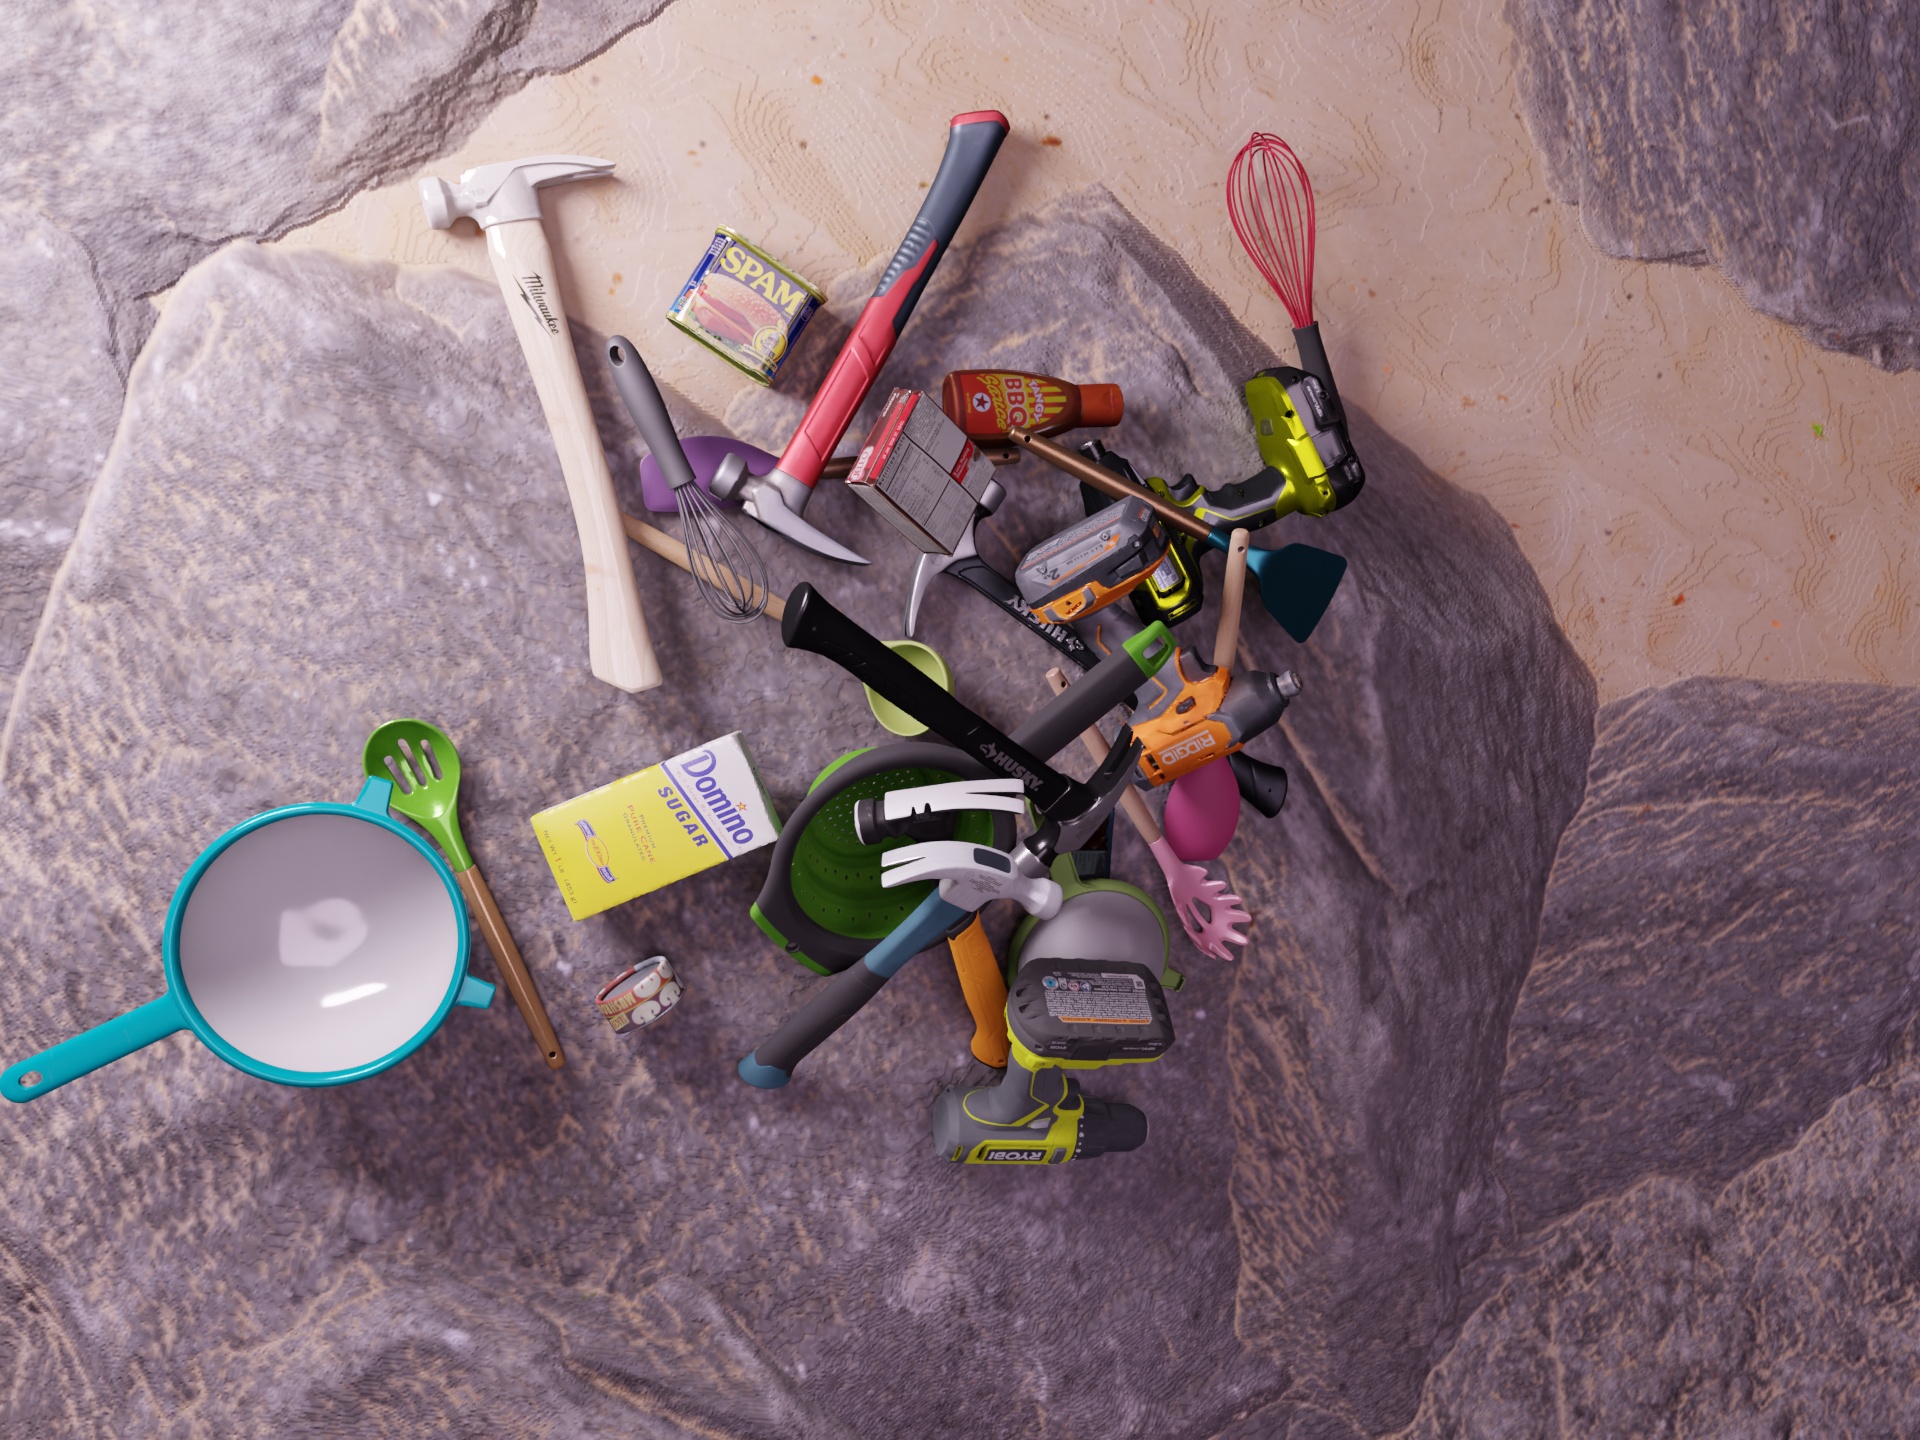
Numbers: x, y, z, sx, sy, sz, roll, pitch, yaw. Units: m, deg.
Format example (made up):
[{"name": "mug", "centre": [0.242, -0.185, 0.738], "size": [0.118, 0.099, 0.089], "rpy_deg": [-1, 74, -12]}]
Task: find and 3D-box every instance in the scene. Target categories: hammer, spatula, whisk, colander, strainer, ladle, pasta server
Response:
[{"name": "hammer", "centre": [-0.289, -0.225, 1.228], "size": [0.146, 0.038, 0.410], "rpy_deg": [-16, 97, -15]}, {"name": "hammer", "centre": [0.129, -0.036, 1.381], "size": [0.408, 0.036, 0.149], "rpy_deg": [36, 87, -17]}, {"name": "spatula", "centre": [0.179, -0.165, 1.321], "size": [0.317, 0.044, 0.082], "rpy_deg": [27, 96, -10]}, {"name": "whisk", "centre": [0.293, -0.361, 1.380], "size": [0.073, 0.073, 0.295], "rpy_deg": [-24, 108, -12]}, {"name": "hammer", "centre": [-0.002, -0.004, 1.179], "size": [0.146, 0.035, 0.334], "rpy_deg": [-46, 125, 11]}, {"name": "hammer", "centre": [-0.071, 0.201, 1.255], "size": [0.128, 0.033, 0.331], "rpy_deg": [28, 126, -25]}, {"name": "hammer", "centre": [-0.049, -0.315, 1.285], "size": [0.143, 0.038, 0.386], "rpy_deg": [30, 85, -14]}, {"name": "colander", "centre": [-0.001, 0.038, 1.287], "size": [0.397, 0.095, 0.204], "rpy_deg": [-39, 127, 5]}, {"name": "strainer", "centre": [-0.534, 0.188, 1.190], "size": [0.340, 0.095, 0.211], "rpy_deg": [-25, 100, -10]}, {"name": "strainer", "centre": [0.105, 0.172, 1.349], "size": [0.151, 0.069, 0.256], "rpy_deg": [-22, 116, -7]}, {"name": "spatula", "centre": [-0.103, -0.209, 1.305], "size": [0.316, 0.018, 0.060], "rpy_deg": [-6, 95, -14]}, {"name": "whisk", "centre": [-0.212, -0.184, 1.222], "size": [0.055, 0.055, 0.239], "rpy_deg": [-27, 102, -11]}, {"name": "ladle", "centre": [-0.146, -0.085, 1.288], "size": [0.320, 0.062, 0.078], "rpy_deg": [29, 108, -14]}, {"name": "hammer", "centre": [0.014, 0.175, 1.283], "size": [0.127, 0.034, 0.336], "rpy_deg": [-9, 133, 7]}, {"name": "pasta server", "centre": [0.161, 0.083, 1.385], "size": [0.060, 0.040, 0.316], "rpy_deg": [-42, 113, -22]}]

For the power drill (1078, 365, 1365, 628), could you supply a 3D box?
[{"name": "power drill", "centre": [0.218, -0.204, 1.367], "size": [0.223, 0.080, 0.171], "rpy_deg": [-31, 104, -7]}]

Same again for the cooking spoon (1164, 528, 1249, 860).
[{"name": "cooking spoon", "centre": [0.220, -0.013, 1.360], "size": [0.068, 0.017, 0.318], "rpy_deg": [-1, 118, -6]}]

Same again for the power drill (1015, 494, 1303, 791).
[{"name": "power drill", "centre": [0.165, -0.065, 1.298], "size": [0.164, 0.084, 0.226], "rpy_deg": [-26, 107, 25]}]

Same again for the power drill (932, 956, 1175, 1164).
[{"name": "power drill", "centre": [0.094, 0.300, 1.339], "size": [0.190, 0.080, 0.228], "rpy_deg": [5, 134, -16]}]

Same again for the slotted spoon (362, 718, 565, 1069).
[{"name": "slotted spoon", "centre": [-0.384, 0.141, 1.261], "size": [0.070, 0.031, 0.313], "rpy_deg": [-24, 104, -12]}]
